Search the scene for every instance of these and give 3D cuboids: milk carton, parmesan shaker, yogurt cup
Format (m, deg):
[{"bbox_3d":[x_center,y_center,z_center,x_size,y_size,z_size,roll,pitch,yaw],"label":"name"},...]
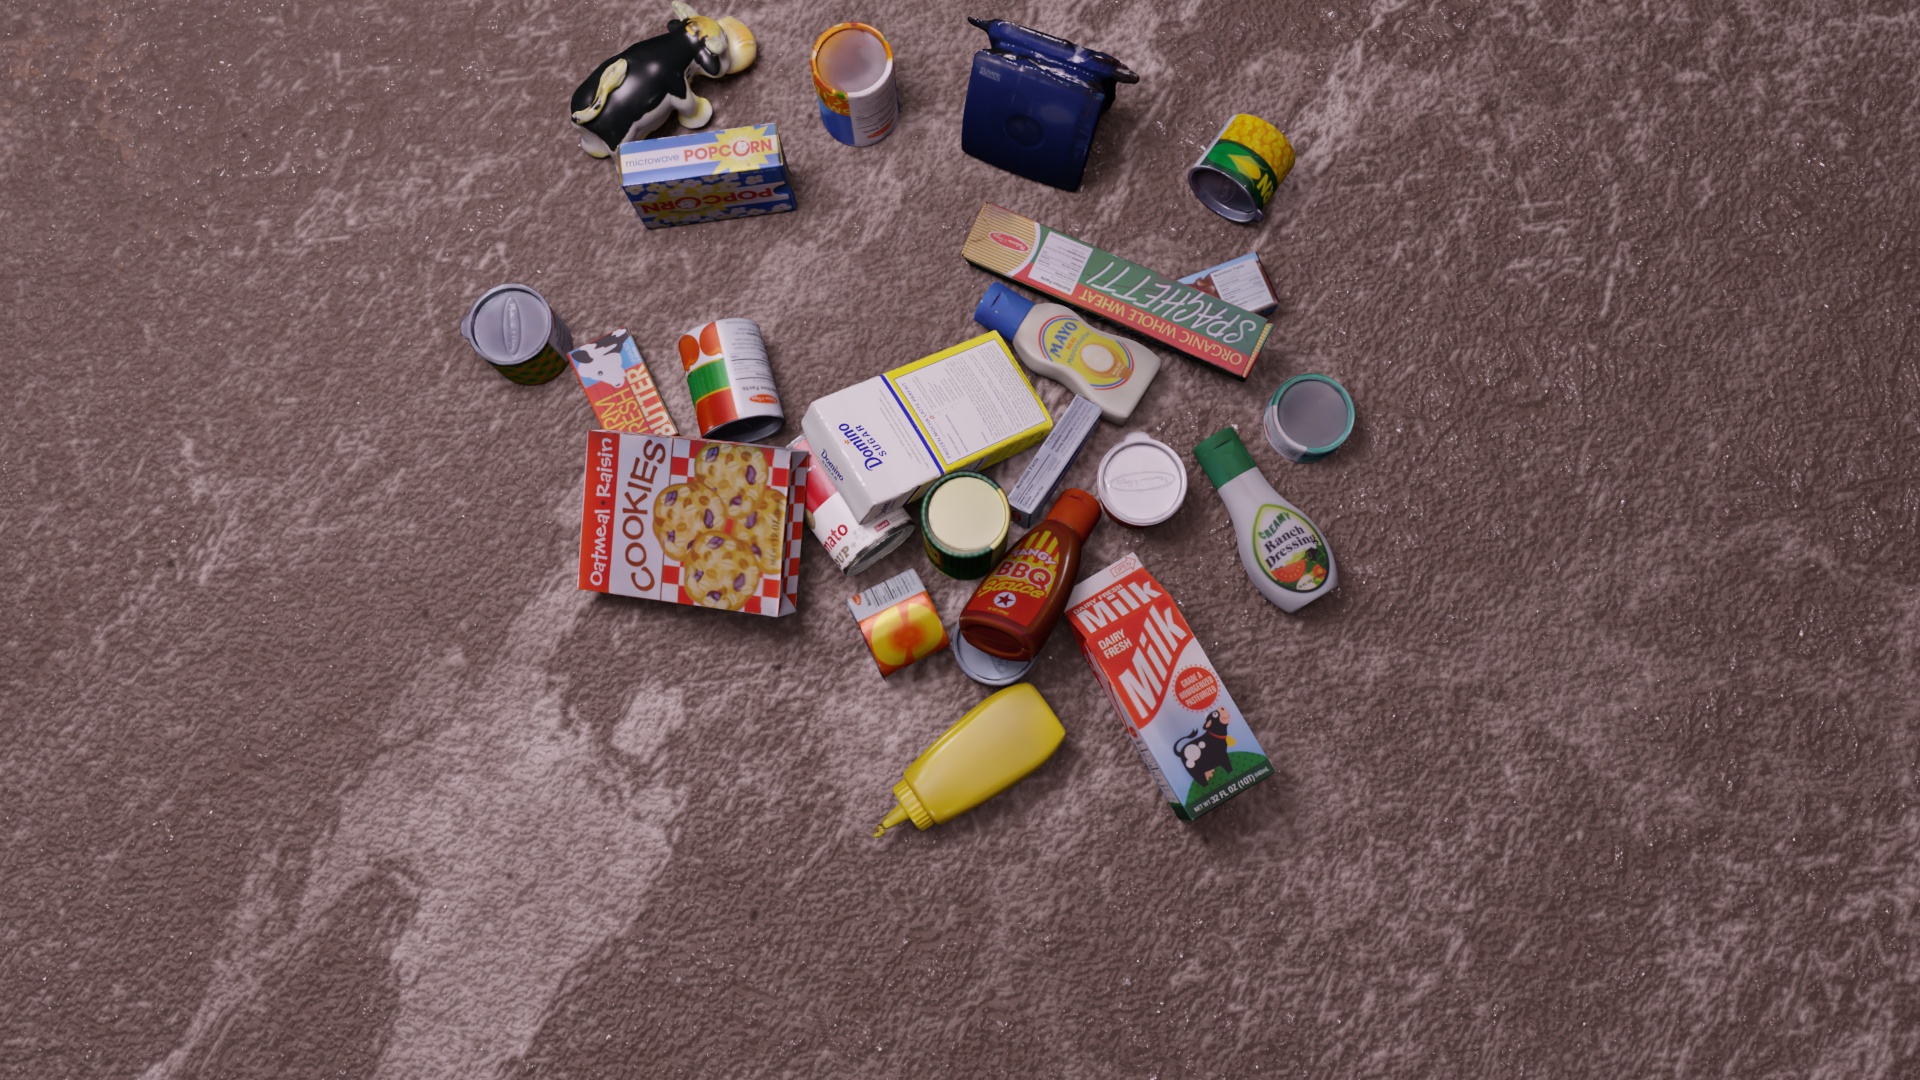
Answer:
[{"bbox_3d":[0.148,0.107,1.031,0.072,0.073,0.191,-30,80,-5],"label":"milk carton"},{"bbox_3d":[0.004,-0.013,1.040,0.071,0.103,0.071,0,79,0],"label":"parmesan shaker"},{"bbox_3d":[0.137,-0.040,1.070,0.072,0.054,0.072,0,79,0],"label":"yogurt cup"}]

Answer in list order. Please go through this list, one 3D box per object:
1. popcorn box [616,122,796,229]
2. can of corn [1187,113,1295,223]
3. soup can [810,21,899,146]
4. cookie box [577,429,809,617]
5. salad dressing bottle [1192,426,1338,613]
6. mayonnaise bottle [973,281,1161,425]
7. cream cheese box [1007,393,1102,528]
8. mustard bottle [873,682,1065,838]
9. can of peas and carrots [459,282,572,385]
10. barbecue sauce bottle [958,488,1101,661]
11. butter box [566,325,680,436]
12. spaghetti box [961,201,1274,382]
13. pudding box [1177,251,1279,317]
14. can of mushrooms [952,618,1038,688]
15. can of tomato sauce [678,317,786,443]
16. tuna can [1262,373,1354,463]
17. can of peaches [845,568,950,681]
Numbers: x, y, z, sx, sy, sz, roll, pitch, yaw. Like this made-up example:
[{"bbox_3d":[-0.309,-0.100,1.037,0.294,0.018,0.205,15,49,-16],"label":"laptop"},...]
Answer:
[{"bbox_3d":[-0.200,-0.288,1.103,0.127,0.085,0.038,-8,79,-1],"label":"popcorn box"},{"bbox_3d":[0.228,-0.297,1.114,0.071,0.071,0.058,35,81,6],"label":"can of corn"},{"bbox_3d":[-0.086,-0.369,1.120,0.071,0.083,0.071,0,79,1],"label":"soup can"},{"bbox_3d":[-0.201,-0.015,1.040,0.167,0.040,0.122,7,95,16],"label":"cookie box"},{"bbox_3d":[0.232,-0.017,1.071,0.064,0.044,0.148,-30,80,-7],"label":"salad dressing bottle"},{"bbox_3d":[0.082,-0.153,1.099,0.148,0.041,0.065,31,81,5],"label":"mayonnaise bottle"},{"bbox_3d":[0.072,-0.061,1.075,0.024,0.053,0.104,33,81,6],"label":"cream cheese box"},{"bbox_3d":[0.000,0.170,1.032,0.160,0.048,0.065,-34,81,-6],"label":"mustard bottle"},{"bbox_3d":[-0.348,-0.160,1.092,0.071,0.058,0.071,0,79,1],"label":"can of peas and carrots"},{"bbox_3d":[0.059,0.022,1.037,0.065,0.043,0.149,15,50,26],"label":"barbecue sauce bottle"},{"bbox_3d":[-0.266,-0.113,1.100,0.053,0.024,0.103,-26,80,-5],"label":"butter box"},{"bbox_3d":[0.121,-0.195,1.092,0.250,0.028,0.050,26,92,14],"label":"spaghetti box"},{"bbox_3d":[0.206,-0.193,1.112,0.084,0.030,0.050,-21,81,-4],"label":"pudding box"},{"bbox_3d":[0.030,0.078,1.058,0.071,0.033,0.071,0,78,0],"label":"can of mushrooms"},{"bbox_3d":[-0.180,-0.122,1.082,0.071,0.071,0.083,-16,79,-3],"label":"can of tomato sauce"},{"bbox_3d":[0.276,-0.098,1.092,0.071,0.032,0.071,0,79,0],"label":"tuna can"},{"bbox_3d":[-0.046,0.064,1.045,0.058,0.071,0.071,-26,80,-5],"label":"can of peaches"}]
